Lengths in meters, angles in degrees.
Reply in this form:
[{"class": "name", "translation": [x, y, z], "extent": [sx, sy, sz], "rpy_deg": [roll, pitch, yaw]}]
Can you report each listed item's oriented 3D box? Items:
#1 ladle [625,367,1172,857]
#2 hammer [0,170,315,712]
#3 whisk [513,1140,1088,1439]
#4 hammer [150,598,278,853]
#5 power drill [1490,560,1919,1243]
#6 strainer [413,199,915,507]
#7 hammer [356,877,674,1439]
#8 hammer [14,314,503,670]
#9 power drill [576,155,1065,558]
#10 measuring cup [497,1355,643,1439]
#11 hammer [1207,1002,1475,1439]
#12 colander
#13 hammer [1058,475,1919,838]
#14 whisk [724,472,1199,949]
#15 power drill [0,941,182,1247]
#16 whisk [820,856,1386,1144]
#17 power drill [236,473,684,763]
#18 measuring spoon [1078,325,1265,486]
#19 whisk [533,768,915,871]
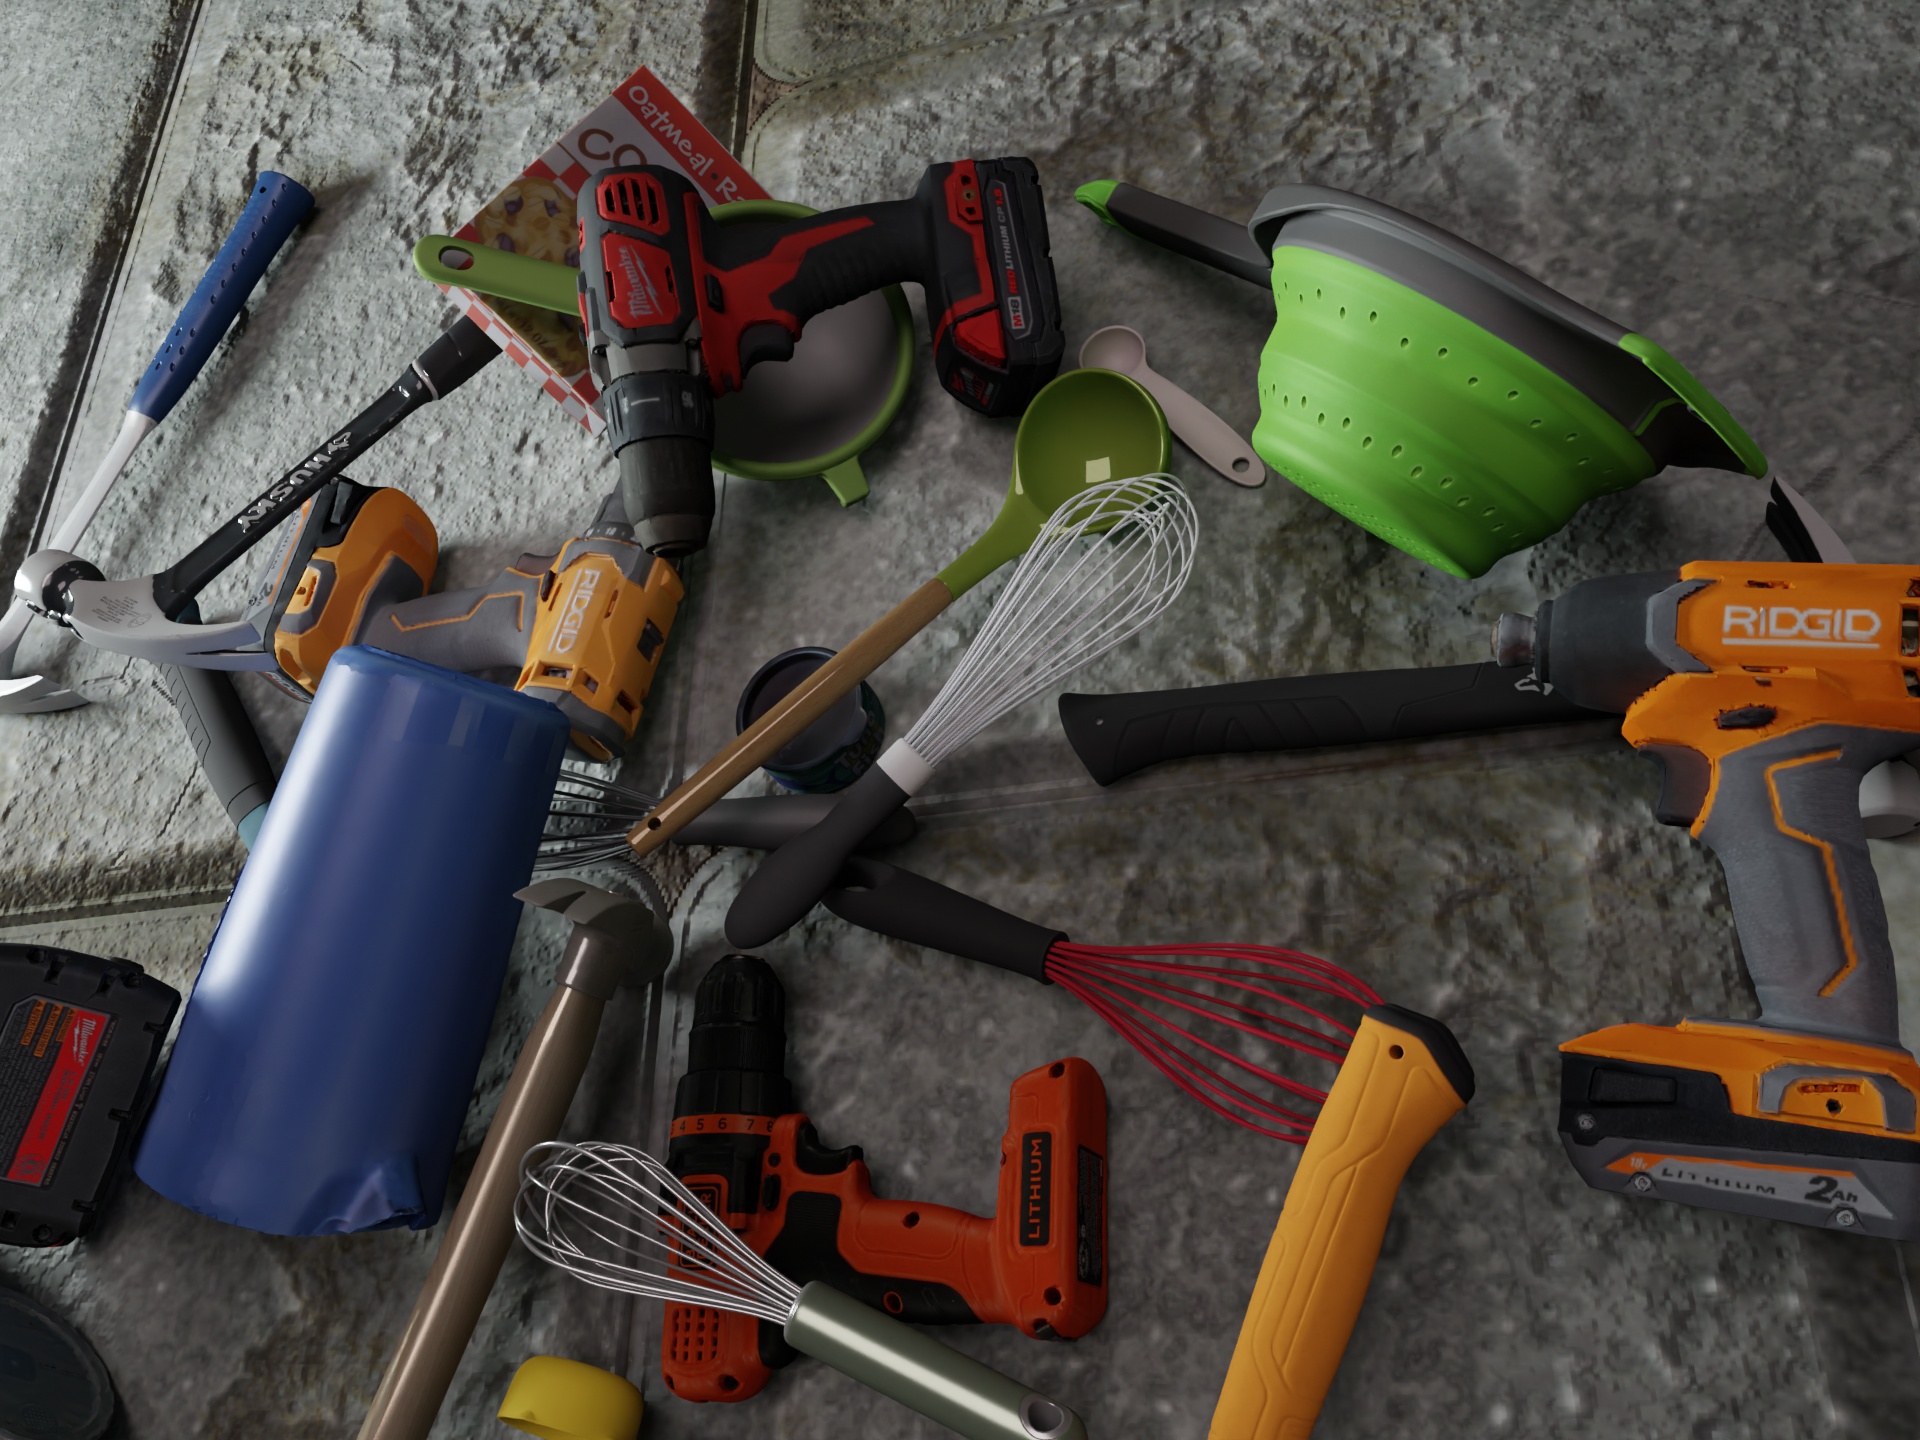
[{"class": "ladle", "translation": [-0.028, -0.049, 0.732], "extent": [0.320, 0.062, 0.078], "rpy_deg": [-41, 73, -13]}, {"class": "hammer", "translation": [-0.532, -0.186, 1.033], "extent": [0.144, 0.035, 0.406], "rpy_deg": [15, 72, 27]}, {"class": "whisk", "translation": [-0.066, 0.219, 0.595], "extent": [0.246, 0.059, 0.058], "rpy_deg": [20, 31, 20]}, {"class": "hammer", "translation": [-0.387, 0.045, 0.868], "extent": [0.128, 0.033, 0.331], "rpy_deg": [-40, 58, 0]}, {"class": "power drill", "translation": [0.266, 0.053, 0.562], "extent": [0.164, 0.084, 0.226], "rpy_deg": [4, 80, 23]}, {"class": "strainer", "translation": [-0.153, -0.203, 0.836], "extent": [0.256, 0.069, 0.151], "rpy_deg": [13, 79, -6]}, {"class": "hammer", "translation": [-0.222, 0.262, 0.651], "extent": [0.038, 0.146, 0.411], "rpy_deg": [19, 78, 7]}, {"class": "hammer", "translation": [-0.300, -0.174, 0.864], "extent": [0.149, 0.036, 0.409], "rpy_deg": [20, 55, 25]}, {"class": "power drill", "translation": [-0.069, -0.180, 0.774], "extent": [0.226, 0.080, 0.188], "rpy_deg": [-7, 82, -8]}, {"class": "measuring cup", "translation": [-0.113, 0.279, 0.633], "extent": [0.156, 0.062, 0.029], "rpy_deg": [-3, 53, 24]}, {"class": "hammer", "translation": [0.089, 0.255, 0.543], "extent": [0.127, 0.034, 0.337], "rpy_deg": [20, 87, 28]}, {"class": "colander", "translation": [0.148, -0.159, 0.706], "extent": [0.094, 0.204, 0.398], "rpy_deg": [-58, 40, 10]}, {"class": "hammer", "translation": [0.204, -0.014, 0.669], "extent": [0.335, 0.035, 0.146], "rpy_deg": [-5, 65, 19]}, {"class": "whisk", "translation": [-0.001, -0.002, 0.704], "extent": [0.284, 0.070, 0.070], "rpy_deg": [-45, 59, 1]}, {"class": "power drill", "translation": [-0.416, 0.170, 0.735], "extent": [0.219, 0.078, 0.143], "rpy_deg": [-31, 43, 61]}, {"class": "whisk", "translation": [0.055, 0.104, 0.656], "extent": [0.296, 0.073, 0.073], "rpy_deg": [15, 72, 33]}, {"class": "power drill", "translation": [-0.250, -0.079, 0.851], "extent": [0.226, 0.084, 0.185], "rpy_deg": [7, 66, 20]}, {"class": "measuring spoon", "translation": [0.106, -0.152, 0.787], "extent": [0.034, 0.018, 0.124], "rpy_deg": [-42, 65, -2]}, {"class": "whisk", "translation": [-0.136, 0.047, 0.764], "extent": [0.239, 0.055, 0.055], "rpy_deg": [0, 66, 17]}]
